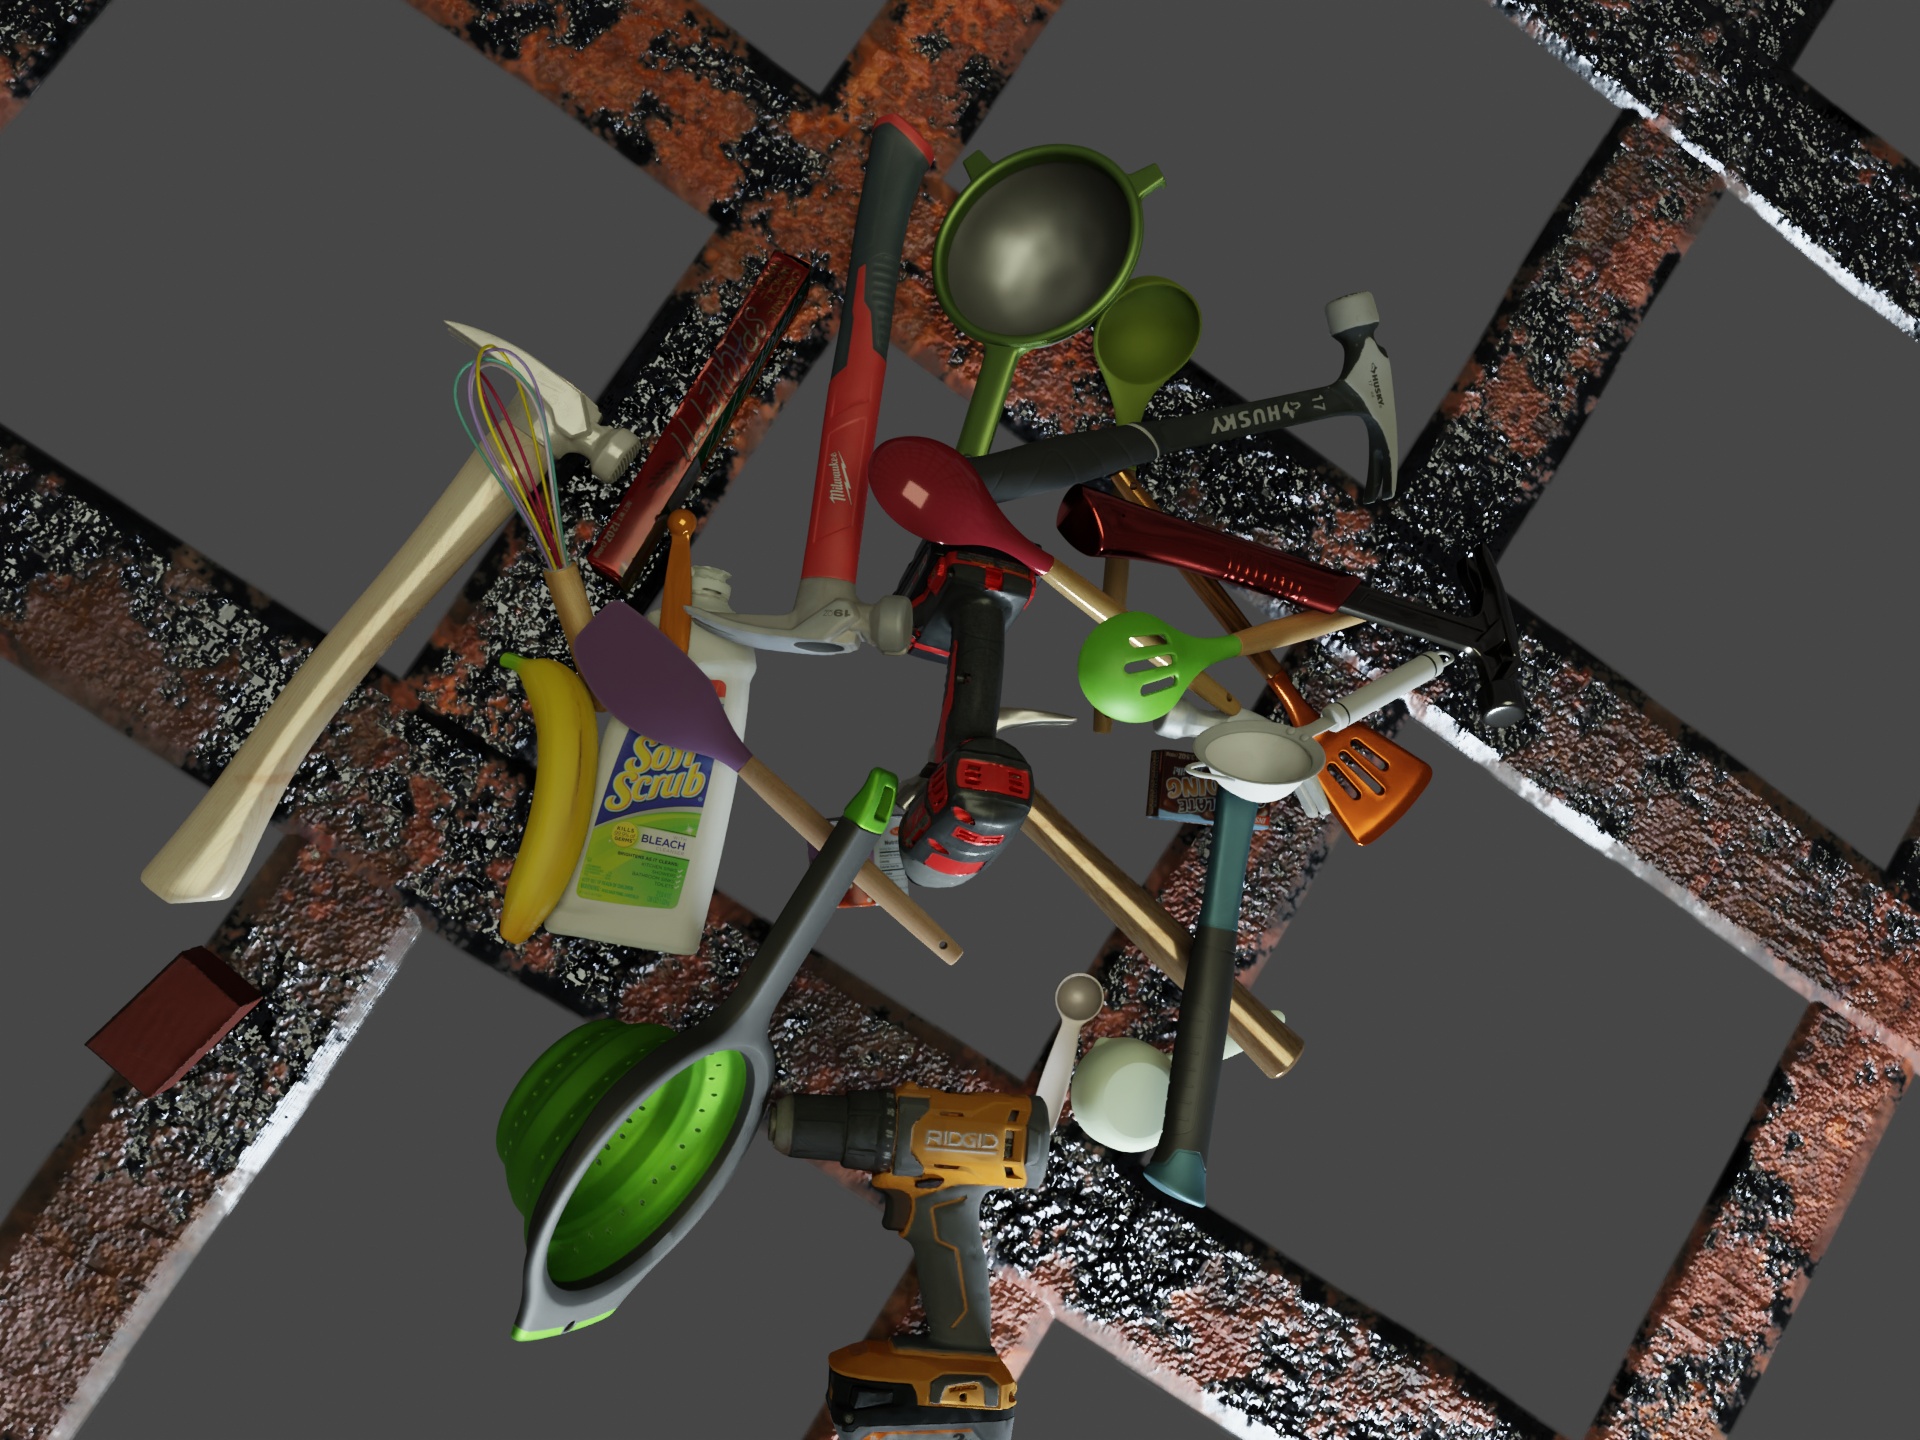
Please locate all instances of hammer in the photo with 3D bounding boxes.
[{"bbox_3d":[-0.083,-0.230,1.053,0.143,0.038,0.386,4,73,7],"label":"hammer"},{"bbox_3d":[0.111,0.120,1.097,0.331,0.031,0.130,44,79,-1],"label":"hammer"},{"bbox_3d":[0.169,0.154,1.068,0.128,0.033,0.331,13,77,-10],"label":"hammer"},{"bbox_3d":[0.138,-0.186,1.071,0.409,0.036,0.149,-17,95,-26],"label":"hammer"},{"bbox_3d":[-0.387,-0.064,1.019,0.146,0.038,0.411,37,81,-5],"label":"hammer"},{"bbox_3d":[0.229,-0.101,1.071,0.358,0.036,0.149,14,53,-22],"label":"hammer"}]

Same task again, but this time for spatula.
[{"bbox_3d":[0.211,-0.052,1.118,0.081,0.041,0.322,-43,105,-10],"label":"spatula"},{"bbox_3d":[-0.119,0.047,1.008,0.316,0.018,0.060,42,85,-3],"label":"spatula"}]

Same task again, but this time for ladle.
[{"bbox_3d":[0.071,-0.083,1.006,0.315,0.031,0.069,33,59,-28],"label":"ladle"},{"bbox_3d":[0.118,-0.150,1.113,0.078,0.062,0.320,6,88,-17],"label":"ladle"}]

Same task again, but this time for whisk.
[{"bbox_3d":[-0.263,-0.115,1.004,0.051,0.047,0.244,-19,114,-12],"label":"whisk"}]

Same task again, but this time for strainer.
[{"bbox_3d":[0.250,0.003,1.080,0.258,0.087,0.050,-26,127,-28],"label":"strainer"},{"bbox_3d":[0.045,-0.262,1.086,0.151,0.069,0.256,14,83,26],"label":"strainer"}]

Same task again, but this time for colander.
[{"bbox_3d":[-0.173,0.184,0.980,0.094,0.204,0.397,32,91,23],"label":"colander"}]

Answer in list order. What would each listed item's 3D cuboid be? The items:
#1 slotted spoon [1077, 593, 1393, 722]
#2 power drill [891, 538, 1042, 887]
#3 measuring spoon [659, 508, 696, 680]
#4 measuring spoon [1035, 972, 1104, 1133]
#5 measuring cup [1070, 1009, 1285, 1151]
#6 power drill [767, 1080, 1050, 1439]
[{"bbox_3d":[0.200,-0.057,1.070,0.313,0.031,0.070,-15,91,-39],"label":"slotted spoon"},{"bbox_3d":[-0.002,-0.003,1.014,0.078,0.143,0.220,11,58,-16],"label":"power drill"},{"bbox_3d":[-0.184,-0.082,1.024,0.021,0.011,0.117,0,76,8],"label":"measuring spoon"},{"bbox_3d":[0.068,0.234,1.103,0.034,0.018,0.124,17,90,-6],"label":"measuring spoon"},{"bbox_3d":[0.158,0.242,1.104,0.167,0.038,0.083,-23,91,-11],"label":"measuring cup"},{"bbox_3d":[-0.041,0.351,1.041,0.185,0.084,0.226,7,81,-9],"label":"power drill"}]
